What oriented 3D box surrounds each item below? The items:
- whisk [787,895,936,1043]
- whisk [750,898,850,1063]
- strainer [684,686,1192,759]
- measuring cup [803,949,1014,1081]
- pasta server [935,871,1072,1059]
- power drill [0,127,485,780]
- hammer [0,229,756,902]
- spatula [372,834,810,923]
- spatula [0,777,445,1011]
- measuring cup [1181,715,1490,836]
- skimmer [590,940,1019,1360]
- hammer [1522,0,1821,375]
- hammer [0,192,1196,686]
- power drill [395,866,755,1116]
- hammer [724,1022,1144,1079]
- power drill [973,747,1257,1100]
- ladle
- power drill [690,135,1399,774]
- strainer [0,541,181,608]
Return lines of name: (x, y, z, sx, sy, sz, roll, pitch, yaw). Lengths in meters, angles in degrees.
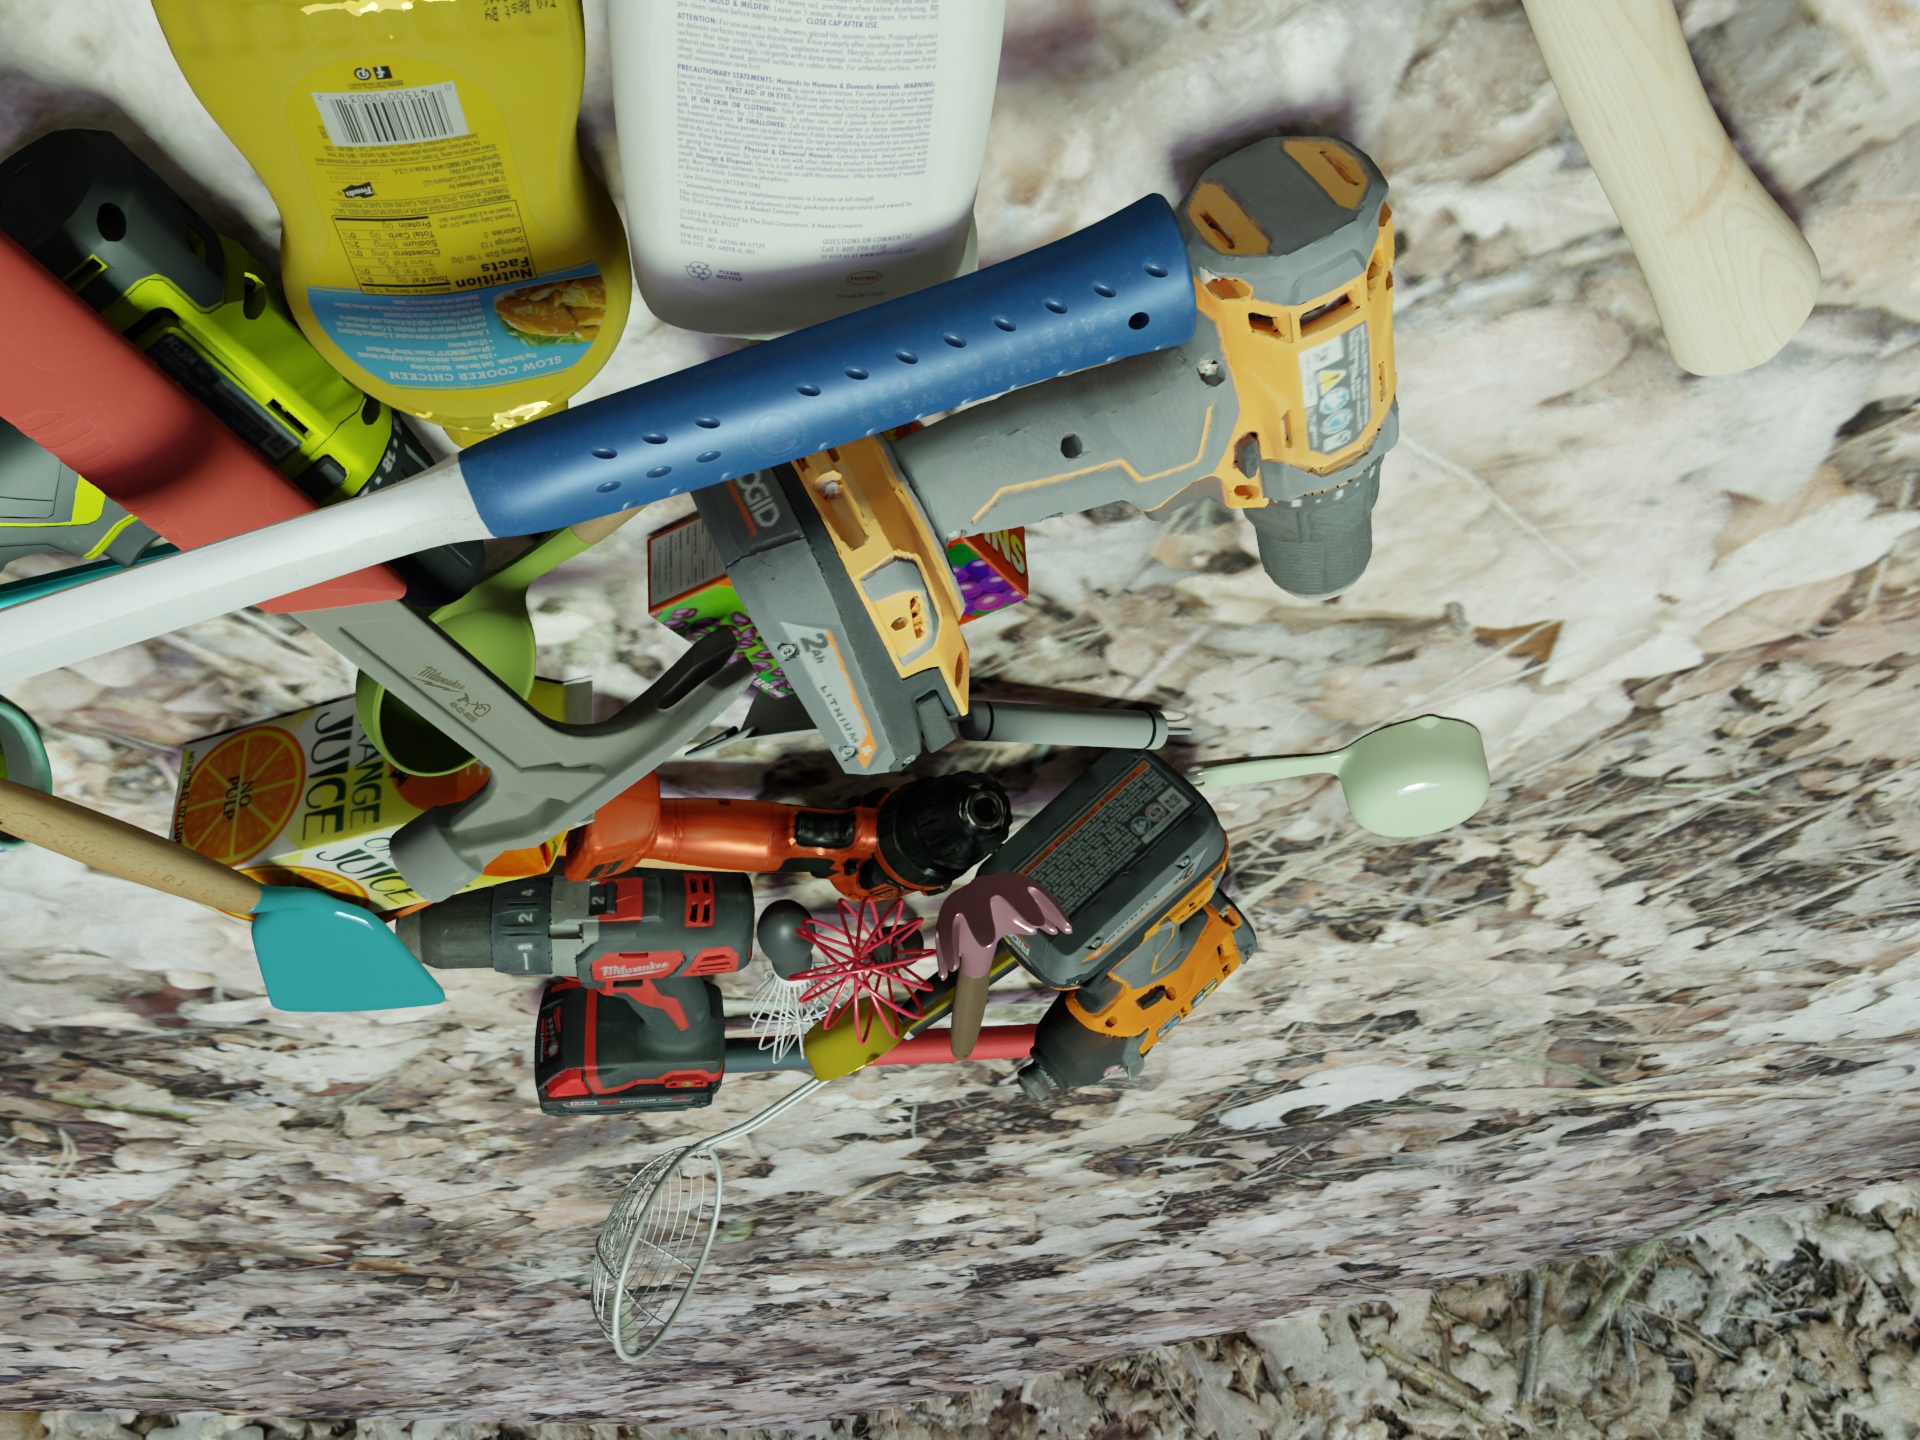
whisk: (-0.042, 0.126, 0.844, 0.073, 0.073, 0.296, -7, 174, 1)
whisk: (-0.094, 0.147, 0.914, 0.070, 0.070, 0.284, -4, 159, -5)
strainer: (-0.001, -0.002, 0.729, 0.258, 0.050, 0.087, 3, 176, -28)
measuring cup: (-0.021, 0.153, 0.911, 0.156, 0.029, 0.062, -31, -177, -17)
pasta server: (0.009, 0.136, 0.798, 0.060, 0.040, 0.316, -19, 158, -11)
power drill: (-0.282, -0.049, 0.501, 0.228, 0.080, 0.190, -34, 146, 2)
hammer: (-0.198, -0.062, 0.461, 0.149, 0.037, 0.358, -36, 145, 0)
spatula: (-0.155, 0.076, 0.826, 0.322, 0.081, 0.041, 5, 117, -27)
spatula: (-0.289, 0.074, 0.617, 0.082, 0.044, 0.317, -3, 164, 0)
measuring cup: (0.196, 0.038, 0.835, 0.167, 0.038, 0.083, -5, 150, -4)
skimmer: (-0.069, 0.242, 0.955, 0.363, 0.090, 0.127, -35, 159, 0)
hammer: (0.148, -0.204, 0.411, 0.146, 0.038, 0.410, -21, 147, 27)
hammer: (-0.135, -0.052, 0.417, 0.405, 0.035, 0.143, -18, 138, -2)
power drill: (-0.217, 0.154, 0.924, 0.188, 0.080, 0.226, 0, 147, -11)
hammer: (-0.071, 0.223, 1.066, 0.386, 0.038, 0.143, -3, 177, 1)
power drill: (0.080, 0.124, 0.865, 0.164, 0.084, 0.226, -41, 150, -9)
ladle: (-0.114, -0.072, 0.570, 0.320, 0.062, 0.078, -31, 169, 31)
power drill: (0.044, -0.069, 0.533, 0.226, 0.084, 0.185, -27, 144, -1)
strainer: (-0.436, -0.036, 0.551, 0.340, 0.095, 0.210, -18, 143, -23)
